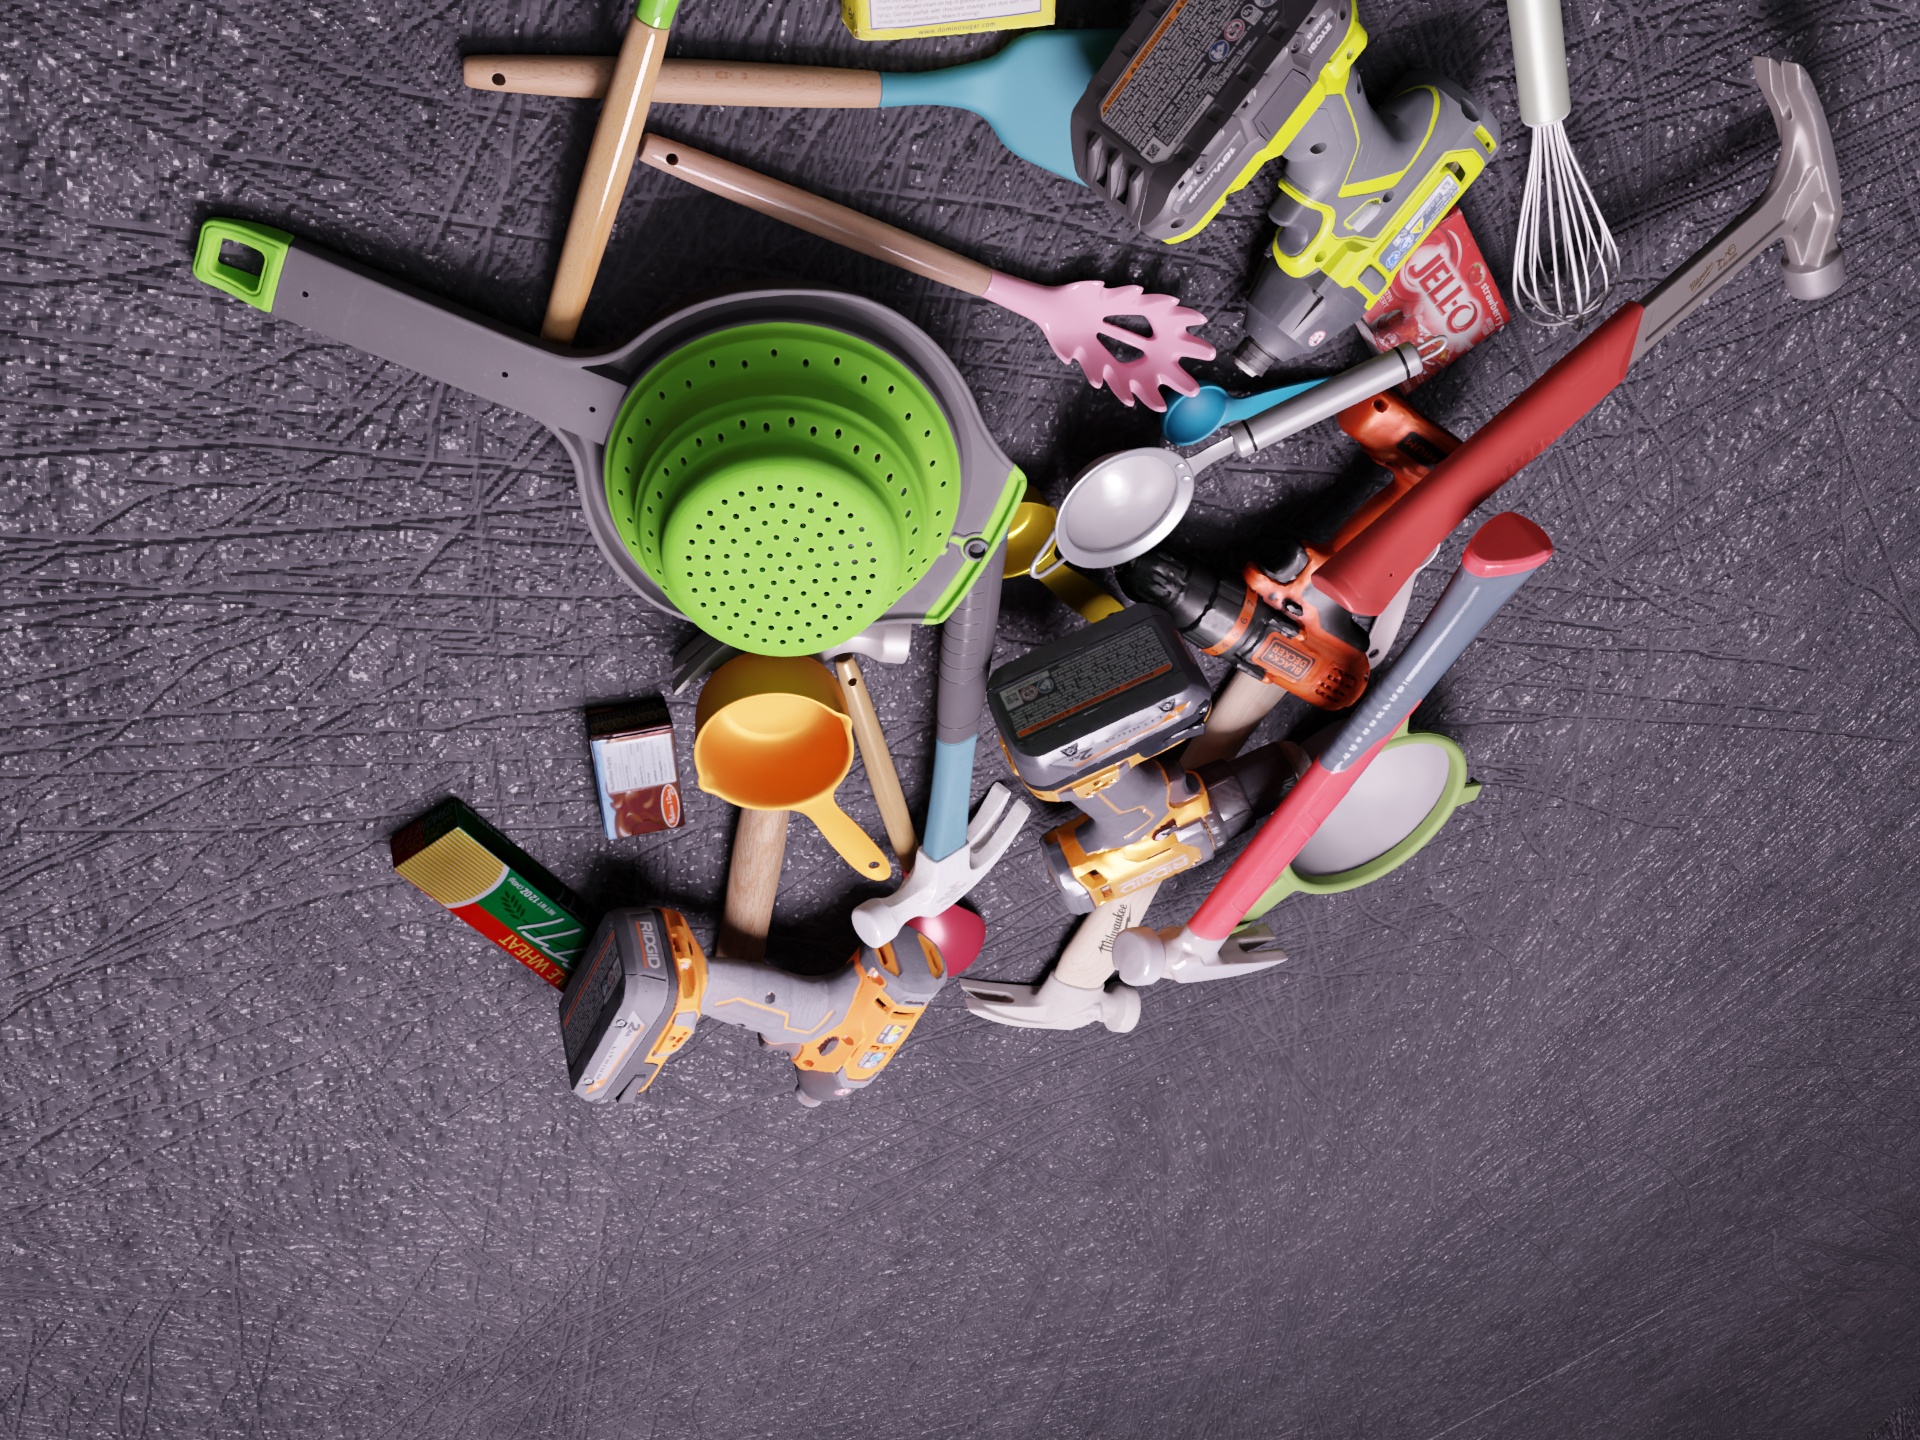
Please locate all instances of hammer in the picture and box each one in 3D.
[{"bbox_3d":[0.335,-0.191,0.871,0.359,0.037,0.149,-41,128,0],"label":"hammer"},{"bbox_3d":[0.139,0.068,1.108,0.146,0.038,0.410,10,124,-26],"label":"hammer"},{"bbox_3d":[-0.125,0.059,0.993,0.130,0.031,0.331,5,130,-13],"label":"hammer"},{"bbox_3d":[-0.002,-0.003,0.949,0.128,0.033,0.330,-29,143,-33],"label":"hammer"},{"bbox_3d":[0.239,0.032,0.974,0.143,0.038,0.386,0,136,-35],"label":"hammer"}]

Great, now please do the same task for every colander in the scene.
[{"bbox_3d":[-0.158,-0.125,0.739,0.396,0.095,0.204,20,124,-19],"label":"colander"}]

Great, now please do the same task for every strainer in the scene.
[{"bbox_3d":[0.235,0.081,1.129,0.256,0.069,0.151,-42,137,15],"label":"strainer"},{"bbox_3d":[0.149,-0.153,0.883,0.258,0.050,0.086,-25,145,8],"label":"strainer"}]

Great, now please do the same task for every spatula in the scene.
[{"bbox_3d":[-0.060,-0.285,0.723,0.317,0.044,0.082,-4,135,-16],"label":"spatula"}]

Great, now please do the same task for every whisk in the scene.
[{"bbox_3d":[0.311,-0.314,0.842,0.058,0.059,0.246,-13,130,15],"label":"whisk"}]

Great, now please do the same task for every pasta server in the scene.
[{"bbox_3d":[-0.008,-0.227,0.797,0.316,0.040,0.060,14,111,-29],"label":"pasta server"}]

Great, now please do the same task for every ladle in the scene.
[{"bbox_3d":[-0.037,0.076,1.054,0.069,0.031,0.315,-21,131,-6],"label":"ladle"}]

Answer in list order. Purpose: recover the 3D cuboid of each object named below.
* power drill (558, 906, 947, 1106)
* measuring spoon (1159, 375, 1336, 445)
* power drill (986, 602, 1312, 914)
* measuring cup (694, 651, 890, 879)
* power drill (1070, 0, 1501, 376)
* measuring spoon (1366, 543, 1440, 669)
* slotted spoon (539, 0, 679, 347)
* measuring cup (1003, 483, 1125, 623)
[{"bbox_3d":[-0.139,0.199,1.041,0.226,0.084,0.164,9,129,-32],"label":"power drill"},{"bbox_3d":[0.168,-0.188,0.917,0.128,0.021,0.042,-14,143,-22],"label":"measuring spoon"},{"bbox_3d":[0.123,0.024,0.977,0.185,0.084,0.226,-25,145,2],"label":"power drill"},{"bbox_3d":[-0.087,0.028,0.917,0.095,0.052,0.173,-25,133,12],"label":"measuring cup"},{"bbox_3d":[0.157,-0.262,0.767,0.171,0.080,0.223,-51,148,19],"label":"power drill"},{"bbox_3d":[0.285,-0.082,1.053,0.034,0.018,0.124,-8,138,-15],"label":"measuring spoon"},{"bbox_3d":[-0.137,-0.275,0.680,0.070,0.031,0.313,15,133,-20],"label":"slotted spoon"},{"bbox_3d":[0.054,-0.094,0.948,0.062,0.029,0.156,-37,142,18],"label":"measuring cup"}]
